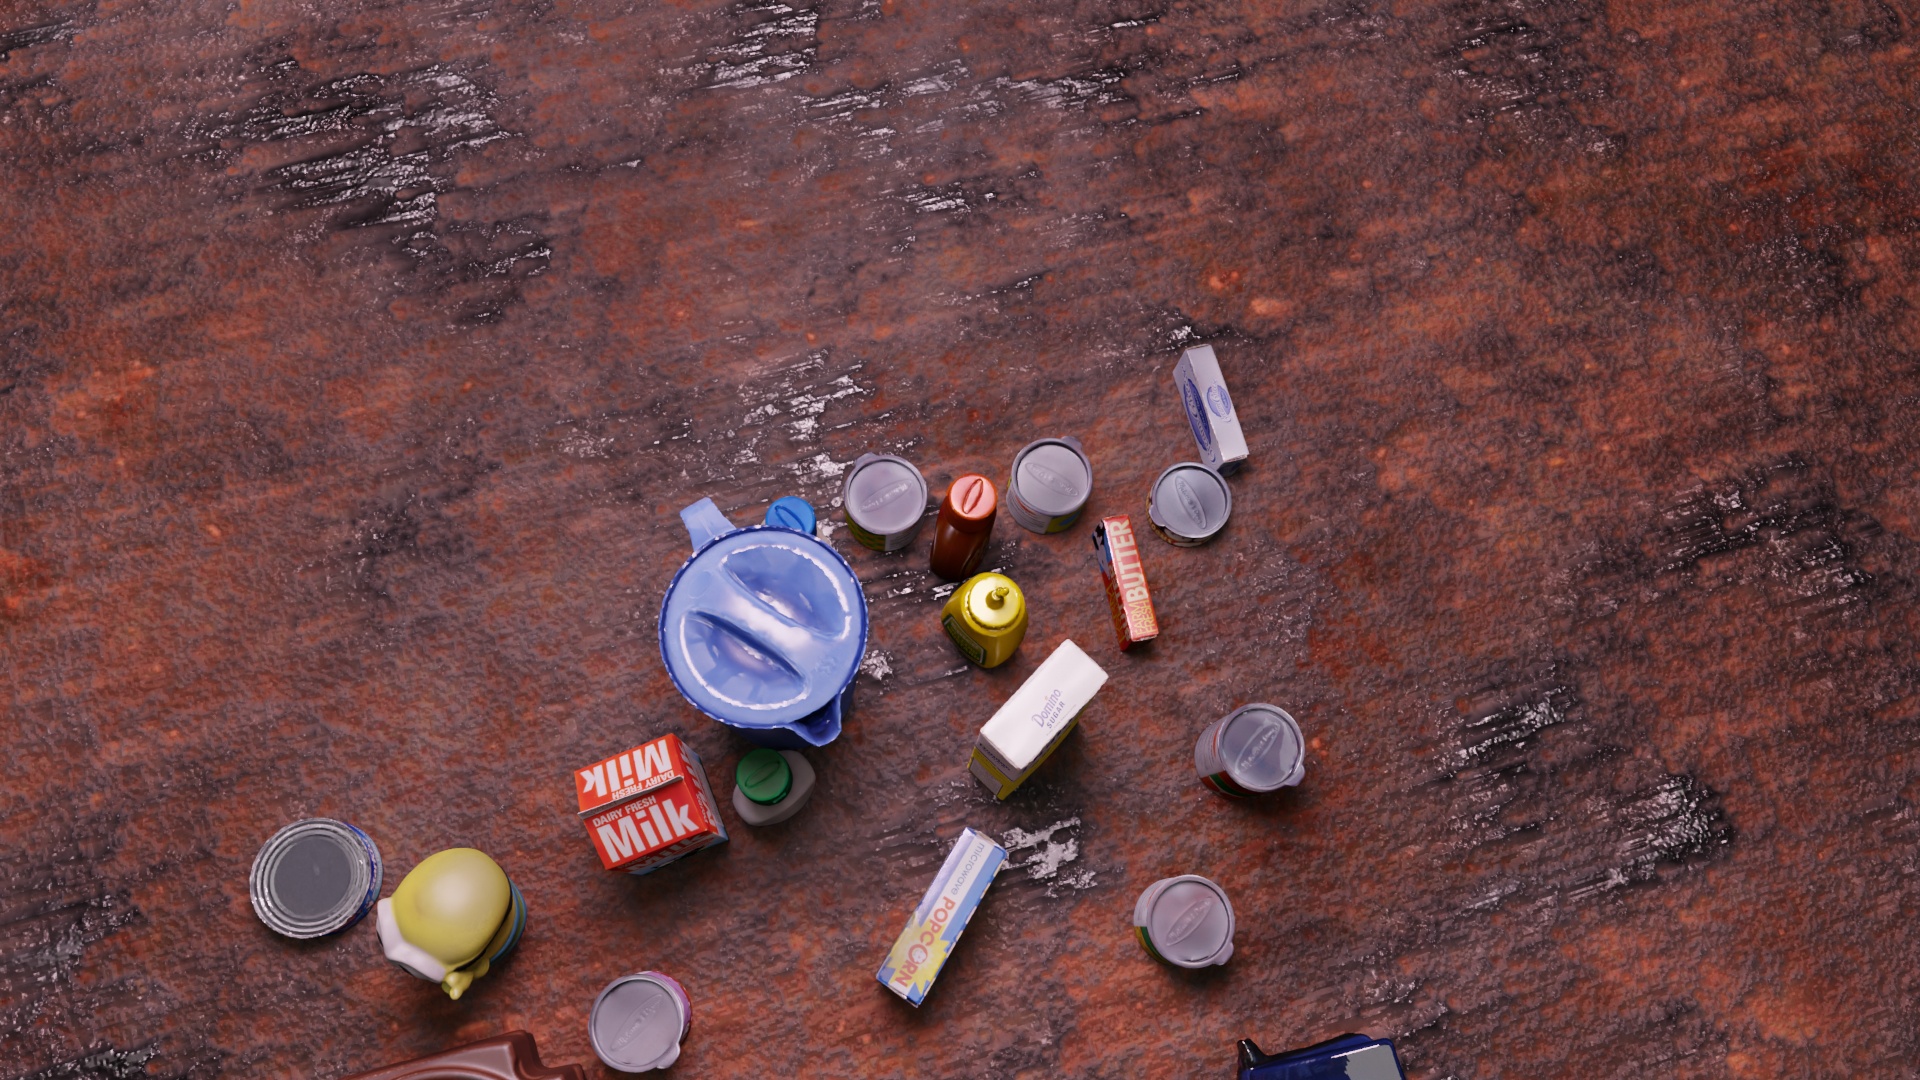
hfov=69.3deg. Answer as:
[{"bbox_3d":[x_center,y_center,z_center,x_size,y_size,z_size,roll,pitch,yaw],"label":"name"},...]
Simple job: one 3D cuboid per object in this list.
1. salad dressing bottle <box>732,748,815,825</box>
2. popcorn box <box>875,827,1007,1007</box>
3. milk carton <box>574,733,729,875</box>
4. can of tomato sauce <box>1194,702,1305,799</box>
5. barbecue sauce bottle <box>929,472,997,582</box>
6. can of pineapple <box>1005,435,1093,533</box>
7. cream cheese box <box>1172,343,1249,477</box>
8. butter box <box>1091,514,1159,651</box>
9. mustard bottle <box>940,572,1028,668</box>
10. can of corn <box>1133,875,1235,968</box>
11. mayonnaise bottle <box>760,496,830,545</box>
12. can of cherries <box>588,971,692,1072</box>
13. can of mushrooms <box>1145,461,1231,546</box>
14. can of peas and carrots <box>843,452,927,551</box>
[{"bbox_3d":[-0.138,0.178,1.013,0.064,0.147,0.044,-35,80,-12],"label":"salad dressing bottle"},{"bbox_3d":[-0.014,0.277,1.026,0.038,0.085,0.127,31,75,5],"label":"popcorn box"},{"bbox_3d":[-0.218,0.188,0.982,0.072,0.190,0.073,-21,77,-9],"label":"milk carton"},{"bbox_3d":[0.224,0.166,1.075,0.071,0.083,0.071,1,75,-4],"label":"can of tomato sauce"},{"bbox_3d":[0.004,-0.013,1.076,0.044,0.148,0.065,26,75,3],"label":"barbecue sauce bottle"},{"bbox_3d":[0.073,-0.045,1.137,0.071,0.057,0.071,1,75,-4],"label":"can of pineapple"},{"bbox_3d":[0.210,-0.107,1.166,0.024,0.053,0.104,-14,76,-8],"label":"cream cheese box"},{"bbox_3d":[0.133,0.035,1.121,0.024,0.053,0.103,-11,75,-7],"label":"butter box"},{"bbox_3d":[0.020,0.055,1.052,0.049,0.159,0.065,-43,82,-13],"label":"mustard bottle"},{"bbox_3d":[0.170,0.290,1.049,0.071,0.058,0.071,1,75,-4],"label":"can of corn"},{"bbox_3d":[-0.127,0.004,1.062,0.065,0.147,0.041,42,76,8],"label":"mayonnaise bottle"},{"bbox_3d":[-0.229,0.349,1.004,0.071,0.058,0.071,1,75,-4],"label":"can of cherries"},{"bbox_3d":[0.186,-0.029,1.153,0.071,0.033,0.071,1,74,-4],"label":"can of mushrooms"},{"bbox_3d":[-0.062,-0.031,1.123,0.071,0.058,0.071,1,75,-4],"label":"can of peas and carrots"}]
